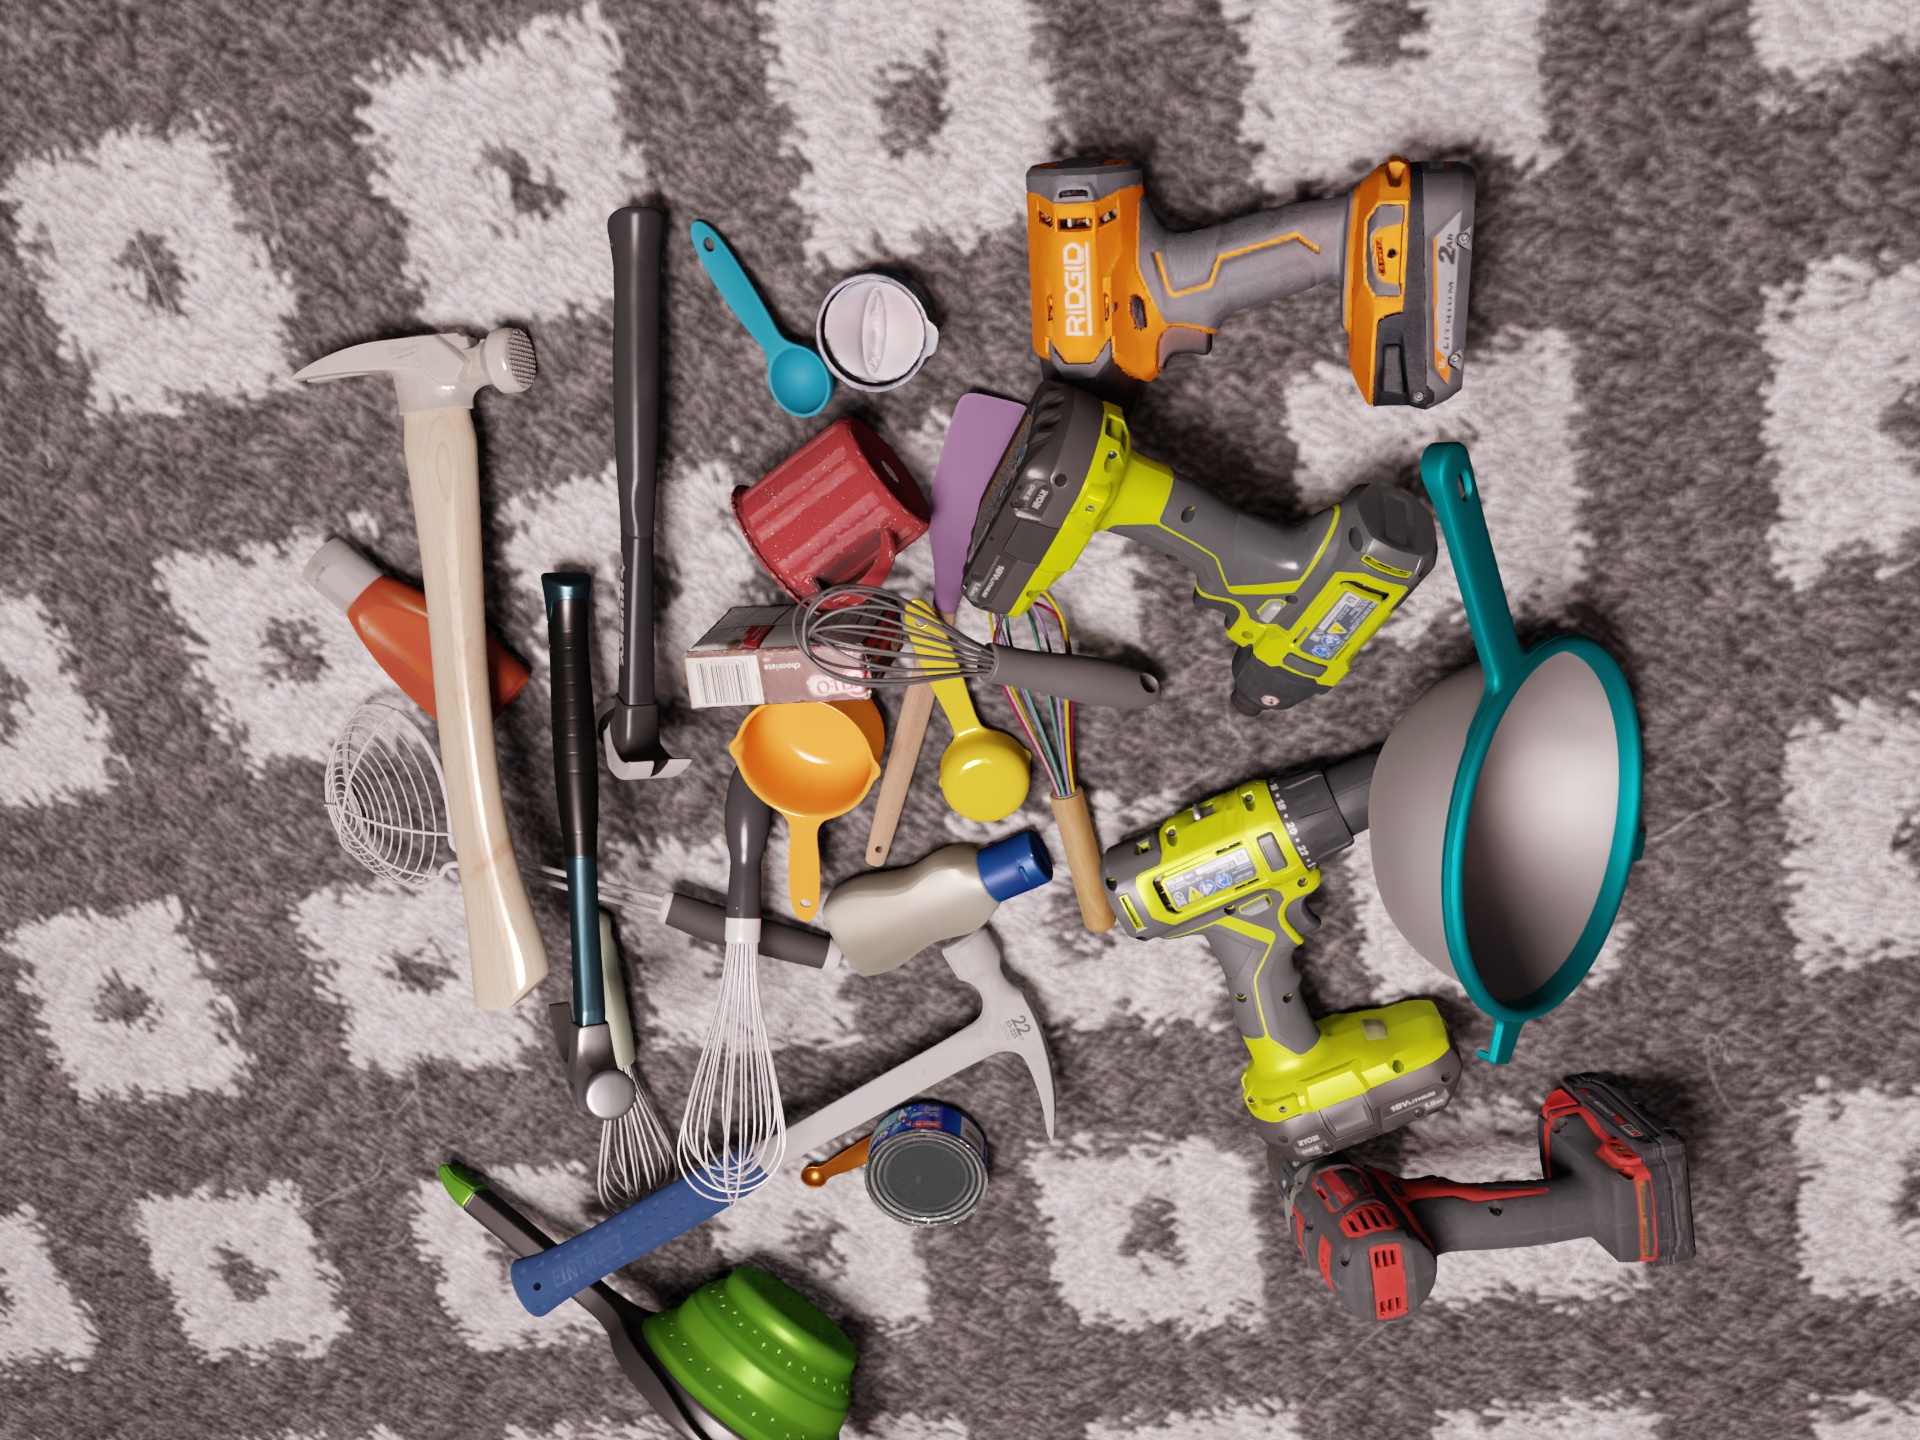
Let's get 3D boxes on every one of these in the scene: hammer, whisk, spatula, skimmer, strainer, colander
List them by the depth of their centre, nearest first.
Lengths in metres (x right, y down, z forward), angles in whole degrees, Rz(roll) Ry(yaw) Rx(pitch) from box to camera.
[{"bbox_3d":[0.265,0.003,0.853,0.095,0.211,0.340,9,134,47],"label":"strainer"},{"bbox_3d":[0.016,-0.035,0.894,0.238,0.055,0.055,9,119,-30],"label":"whisk"},{"bbox_3d":[-0.188,-0.125,0.930,0.035,0.146,0.334,-3,106,-22],"label":"hammer"},{"bbox_3d":[-0.314,-0.025,0.975,0.146,0.038,0.410,-3,96,12],"label":"hammer"},{"bbox_3d":[-0.014,-0.045,0.975,0.059,0.018,0.315,13,114,-9],"label":"spatula"},{"bbox_3d":[-0.233,0.070,0.977,0.033,0.128,0.331,-2,86,-22],"label":"hammer"},{"bbox_3d":[0.063,0.026,0.978,0.047,0.051,0.244,-12,112,9],"label":"whisk"},{"bbox_3d":[-0.141,0.167,1.019,0.070,0.070,0.284,1,87,10],"label":"whisk"},{"bbox_3d":[-0.122,0.296,1.068,0.405,0.035,0.144,-30,92,8],"label":"hammer"},{"bbox_3d":[-0.251,0.090,1.070,0.363,0.090,0.127,17,122,-8],"label":"skimmer"},{"bbox_3d":[-0.242,0.247,1.126,0.059,0.058,0.246,-13,109,-21],"label":"whisk"},{"bbox_3d":[-0.209,0.418,1.161,0.397,0.204,0.094,34,80,13],"label":"colander"}]

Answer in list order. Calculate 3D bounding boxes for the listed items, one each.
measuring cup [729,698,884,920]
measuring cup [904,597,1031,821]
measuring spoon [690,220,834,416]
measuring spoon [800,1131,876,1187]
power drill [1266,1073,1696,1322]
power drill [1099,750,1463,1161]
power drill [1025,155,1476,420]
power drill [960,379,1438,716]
[{"bbox_3d":[-0.093,0.047,1.013,0.095,0.052,0.173,8,123,7],"label":"measuring cup"},{"bbox_3d":[-0.002,-0.003,0.969,0.062,0.029,0.156,-19,118,9],"label":"measuring cup"},{"bbox_3d":[-0.113,-0.235,0.920,0.042,0.021,0.128,-31,95,37],"label":"measuring spoon"},{"bbox_3d":[-0.065,0.304,1.135,0.117,0.011,0.021,-31,109,17],"label":"measuring spoon"},{"bbox_3d":[0.309,0.286,0.987,0.226,0.188,0.080,-10,100,-4],"label":"power drill"},{"bbox_3d":[0.216,0.139,0.977,0.190,0.080,0.228,-25,103,13],"label":"power drill"},{"bbox_3d":[0.149,-0.215,0.843,0.226,0.084,0.164,3,115,14],"label":"power drill"},{"bbox_3d":[0.121,-0.084,0.876,0.223,0.080,0.171,20,140,-9],"label":"power drill"}]
